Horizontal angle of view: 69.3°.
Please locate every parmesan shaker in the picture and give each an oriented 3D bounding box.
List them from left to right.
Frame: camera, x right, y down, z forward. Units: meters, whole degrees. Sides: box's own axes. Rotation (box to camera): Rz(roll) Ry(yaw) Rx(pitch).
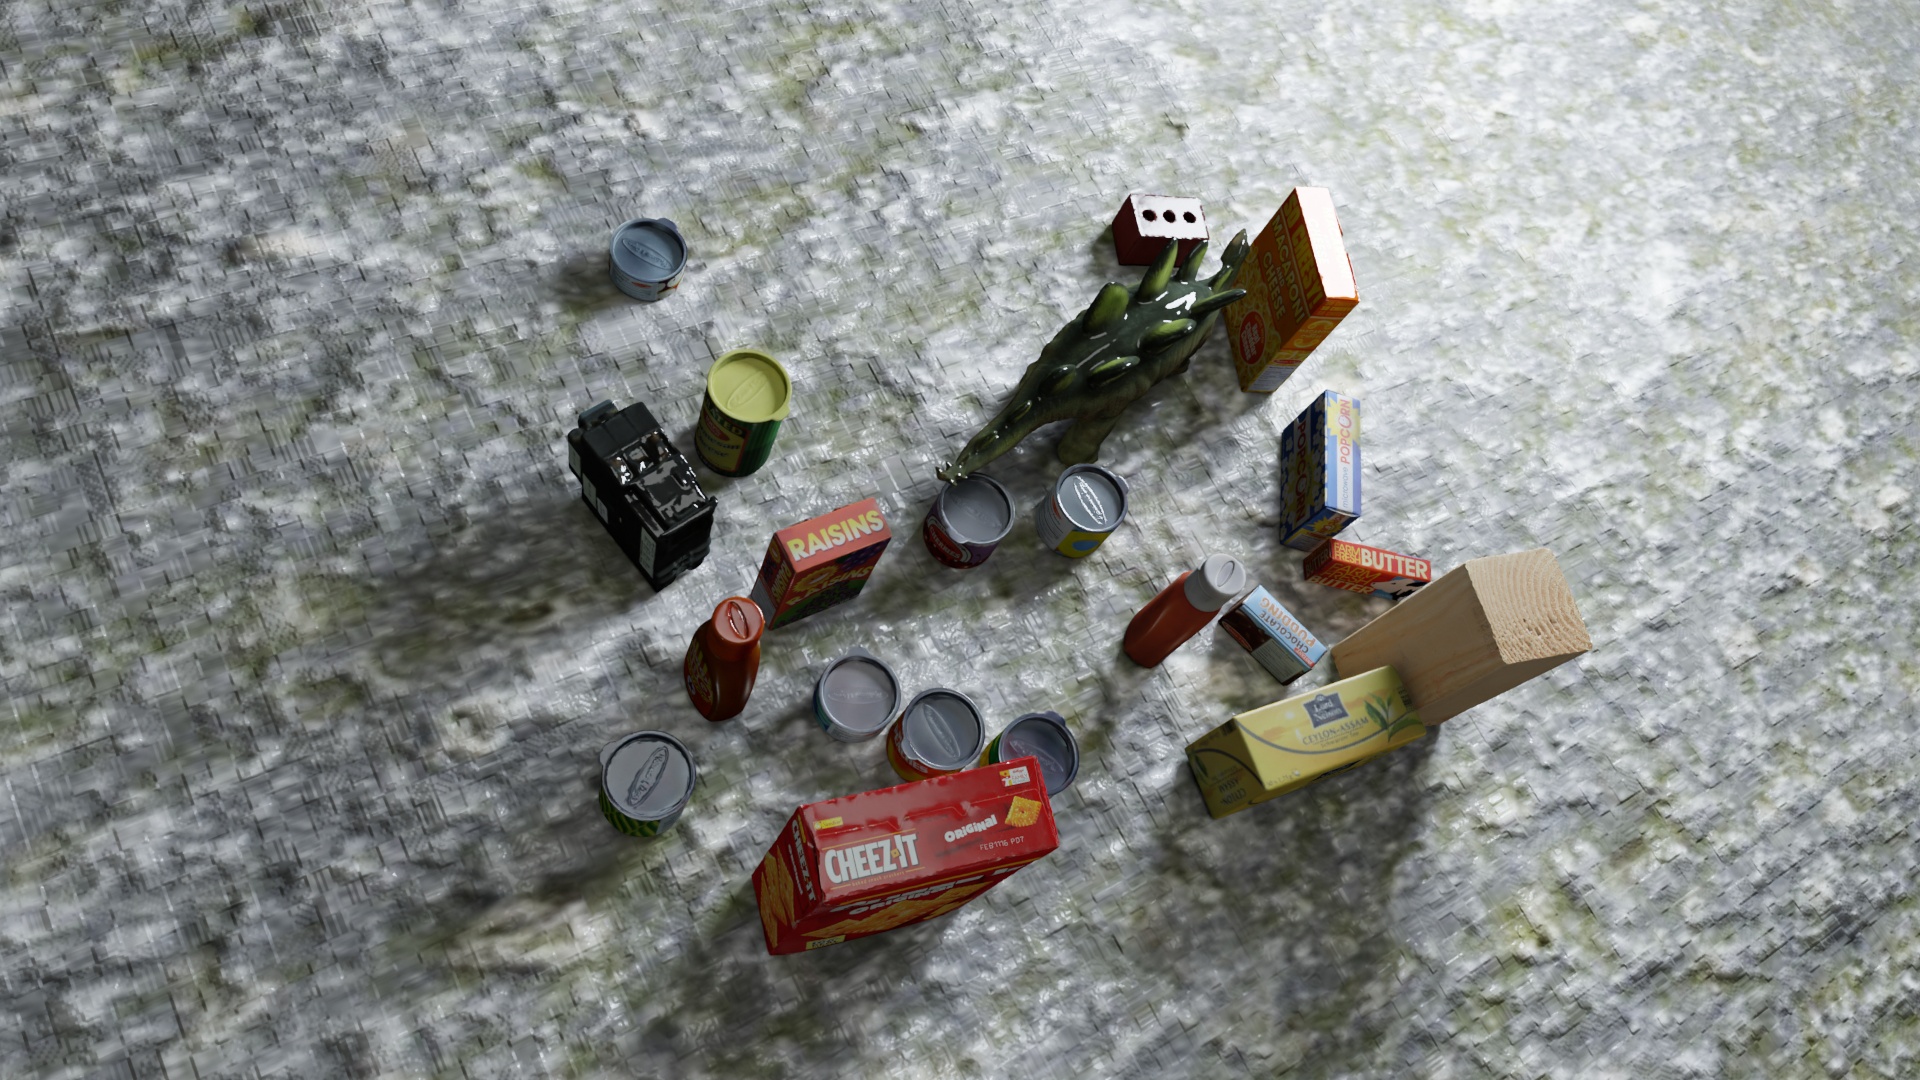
[{"bbox_3d":[-0.177,-0.100,1.130,0.071,0.102,0.071,7,65,-15],"label":"parmesan shaker"}]

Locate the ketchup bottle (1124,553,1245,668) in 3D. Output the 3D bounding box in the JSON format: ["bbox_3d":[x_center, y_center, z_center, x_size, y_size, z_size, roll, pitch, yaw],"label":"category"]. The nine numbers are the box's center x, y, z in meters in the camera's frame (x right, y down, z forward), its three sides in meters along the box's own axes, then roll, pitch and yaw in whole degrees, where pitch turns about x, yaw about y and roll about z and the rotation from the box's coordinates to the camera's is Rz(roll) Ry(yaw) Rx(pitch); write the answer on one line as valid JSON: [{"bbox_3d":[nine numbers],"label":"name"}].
[{"bbox_3d":[0.185,0.055,1.147,0.043,0.148,0.065,35,61,0],"label":"ketchup bottle"}]

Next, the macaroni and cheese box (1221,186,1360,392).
[{"bbox_3d":[0.306,-0.233,1.309,0.040,0.165,0.124,-1,67,-18],"label":"macaroni and cheese box"}]

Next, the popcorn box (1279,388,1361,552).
[{"bbox_3d":[0.332,-0.063,1.285,0.038,0.085,0.127,14,63,-11],"label":"popcorn box"}]

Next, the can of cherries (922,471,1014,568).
[{"bbox_3d":[0.004,-0.015,1.174,0.071,0.058,0.072,7,64,-15],"label":"can of cherries"}]

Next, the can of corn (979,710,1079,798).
[{"bbox_3d":[0.055,0.175,1.102,0.071,0.058,0.071,7,64,-15],"label":"can of corn"}]

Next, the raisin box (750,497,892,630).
[{"bbox_3d":[-0.110,0.019,1.085,0.086,0.123,0.040,-21,74,-25],"label":"raisin box"}]

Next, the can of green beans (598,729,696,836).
[{"bbox_3d":[-0.229,0.177,1.011,0.071,0.057,0.071,7,64,-15],"label":"can of green beans"}]

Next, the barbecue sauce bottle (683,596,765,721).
[{"bbox_3d":[-0.173,0.084,1.021,0.044,0.148,0.065,-16,72,-23],"label":"barbecue sauce bottle"}]

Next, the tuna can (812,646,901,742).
[{"bbox_3d":[-0.083,0.122,1.097,0.071,0.032,0.071,7,64,-15],"label":"tuna can"}]

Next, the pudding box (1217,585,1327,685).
[{"bbox_3d":[0.273,0.084,1.218,0.084,0.049,0.030,44,61,5],"label":"pudding box"}]

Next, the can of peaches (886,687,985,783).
[{"bbox_3d":[-0.022,0.156,1.087,0.071,0.057,0.071,7,64,-15],"label":"can of peaches"}]

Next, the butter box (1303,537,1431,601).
[{"bbox_3d":[0.372,0.028,1.274,0.103,0.053,0.024,12,63,-12],"label":"butter box"}]

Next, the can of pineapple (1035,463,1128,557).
[{"bbox_3d":[0.107,-0.025,1.211,0.071,0.057,0.071,7,64,-15],"label":"can of pineapple"}]

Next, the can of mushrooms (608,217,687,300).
[{"bbox_3d":[-0.271,-0.246,1.208,0.071,0.033,0.071,7,64,-15],"label":"can of mushrooms"}]
